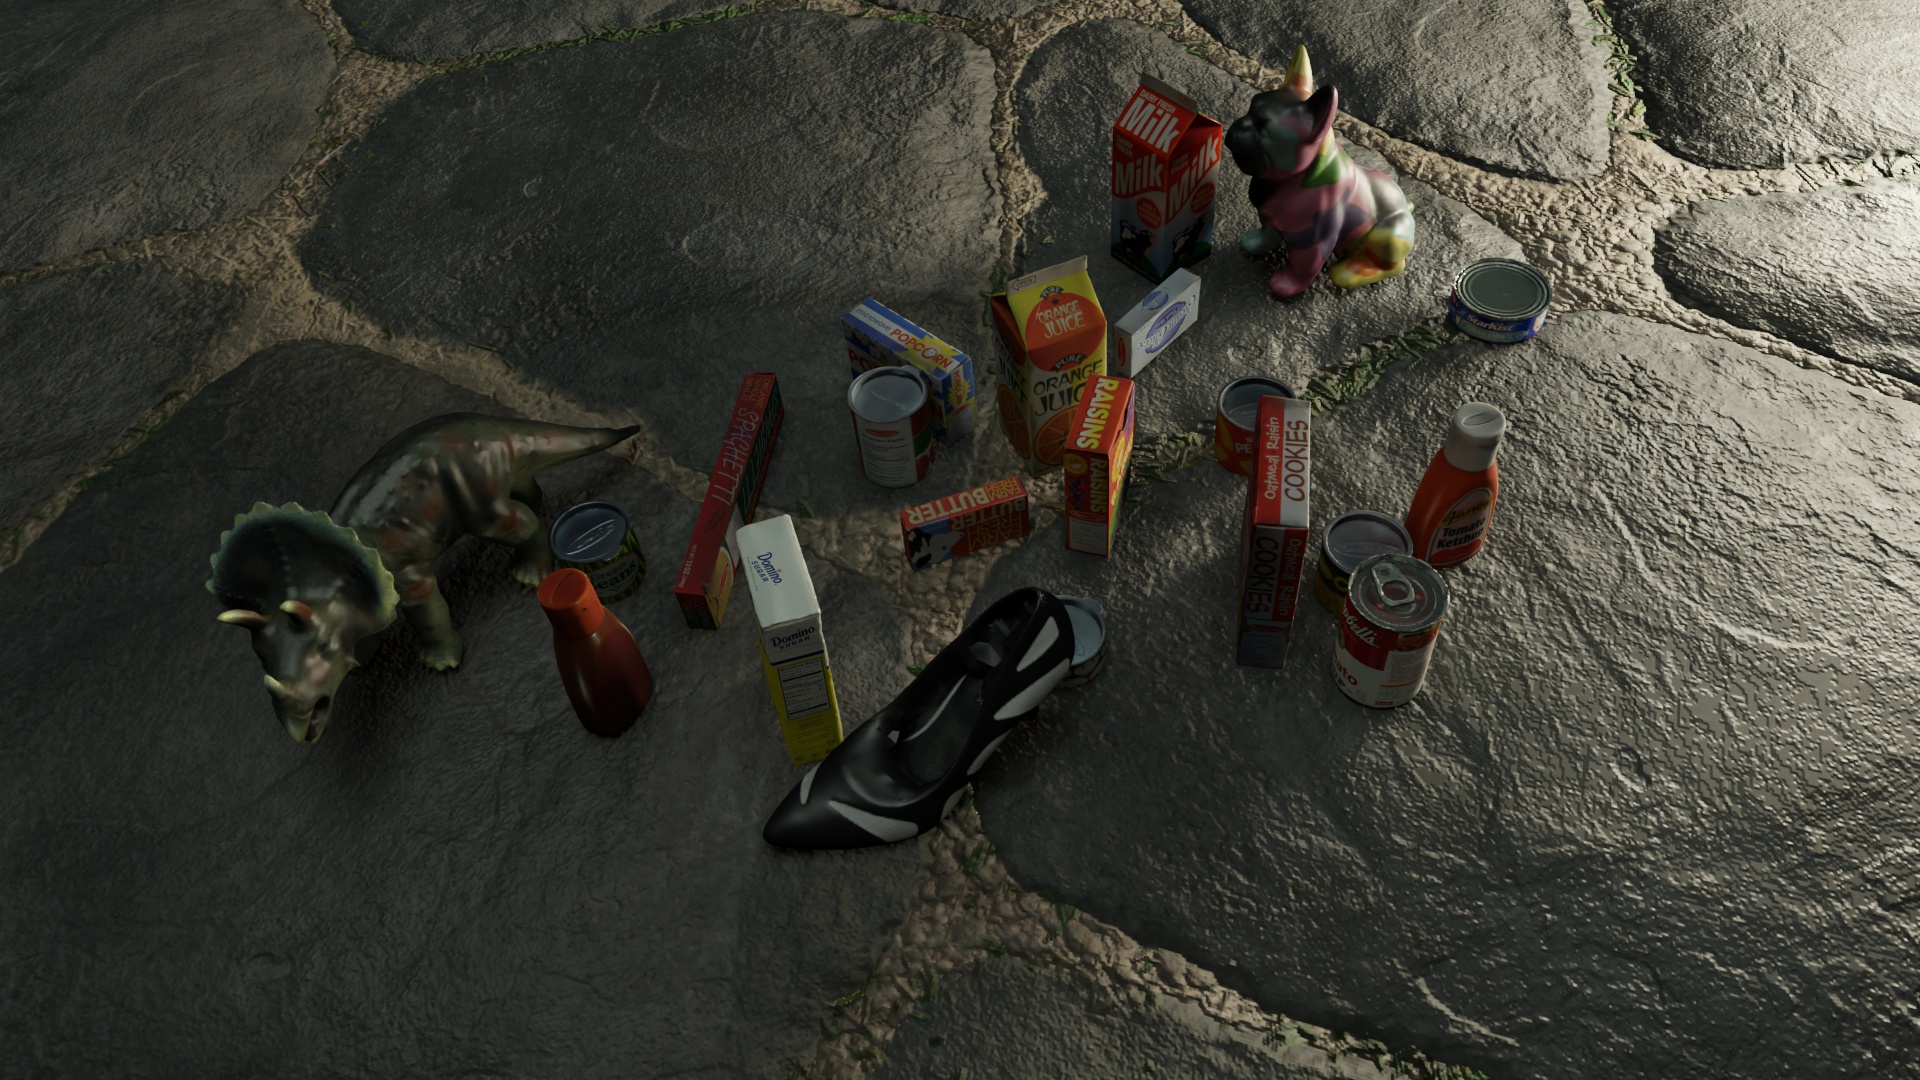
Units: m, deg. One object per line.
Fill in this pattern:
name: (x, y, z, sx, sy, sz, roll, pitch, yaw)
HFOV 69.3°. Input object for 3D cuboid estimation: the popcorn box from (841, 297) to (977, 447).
popcorn box: (-0.045, -0.148, 1.221, 0.127, 0.084, 0.038, 35, 61, 29)

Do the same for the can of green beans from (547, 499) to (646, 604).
can of green beans: (-0.294, 0.010, 1.129, 0.071, 0.057, 0.071, -3, 50, 3)

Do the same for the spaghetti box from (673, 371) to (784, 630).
spaghetti box: (-0.190, -0.039, 1.165, 0.029, 0.050, 0.251, 3, 51, 8)

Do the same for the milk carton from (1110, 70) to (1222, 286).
milk carton: (0.190, -0.340, 1.291, 0.074, 0.189, 0.072, -35, 56, -22)

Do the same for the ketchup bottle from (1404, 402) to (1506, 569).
ketchup bottle: (0.377, -0.041, 1.050, 0.065, 0.148, 0.044, -16, 51, -8)

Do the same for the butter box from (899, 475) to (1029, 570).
butter box: (0.004, -0.014, 1.124, 0.104, 0.052, 0.024, -18, 51, -9)

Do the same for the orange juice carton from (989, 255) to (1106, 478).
orange juice carton: (0.073, -0.149, 1.140, 0.072, 0.191, 0.073, -21, 51, -12)

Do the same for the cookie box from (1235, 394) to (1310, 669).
cookie box: (0.228, -0.004, 1.021, 0.040, 0.166, 0.123, 4, 51, 9)

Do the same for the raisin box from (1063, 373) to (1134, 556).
raisin box: (0.111, -0.059, 1.107, 0.040, 0.122, 0.086, 11, 52, 14)

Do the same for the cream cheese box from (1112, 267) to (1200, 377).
cream cheese box: (0.178, -0.198, 1.262, 0.024, 0.053, 0.104, 33, 60, 28)

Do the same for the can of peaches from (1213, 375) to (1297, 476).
can of peaches: (0.247, -0.094, 1.166, 0.071, 0.057, 0.071, -3, 50, 3)

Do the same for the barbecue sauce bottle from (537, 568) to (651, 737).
barbecue sauce bottle: (-0.267, 0.079, 1.009, 0.044, 0.147, 0.065, 14, 53, 17)

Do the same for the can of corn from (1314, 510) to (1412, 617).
can of corn: (0.307, 0.022, 1.063, 0.071, 0.058, 0.071, -3, 50, 3)

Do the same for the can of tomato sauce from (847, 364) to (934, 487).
can of tomato sauce: (-0.057, -0.097, 1.180, 0.071, 0.082, 0.071, -3, 50, 3)

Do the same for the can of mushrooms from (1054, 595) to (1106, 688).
can of mushrooms: (0.080, 0.076, 1.055, 0.071, 0.033, 0.071, -3, 50, 3)
